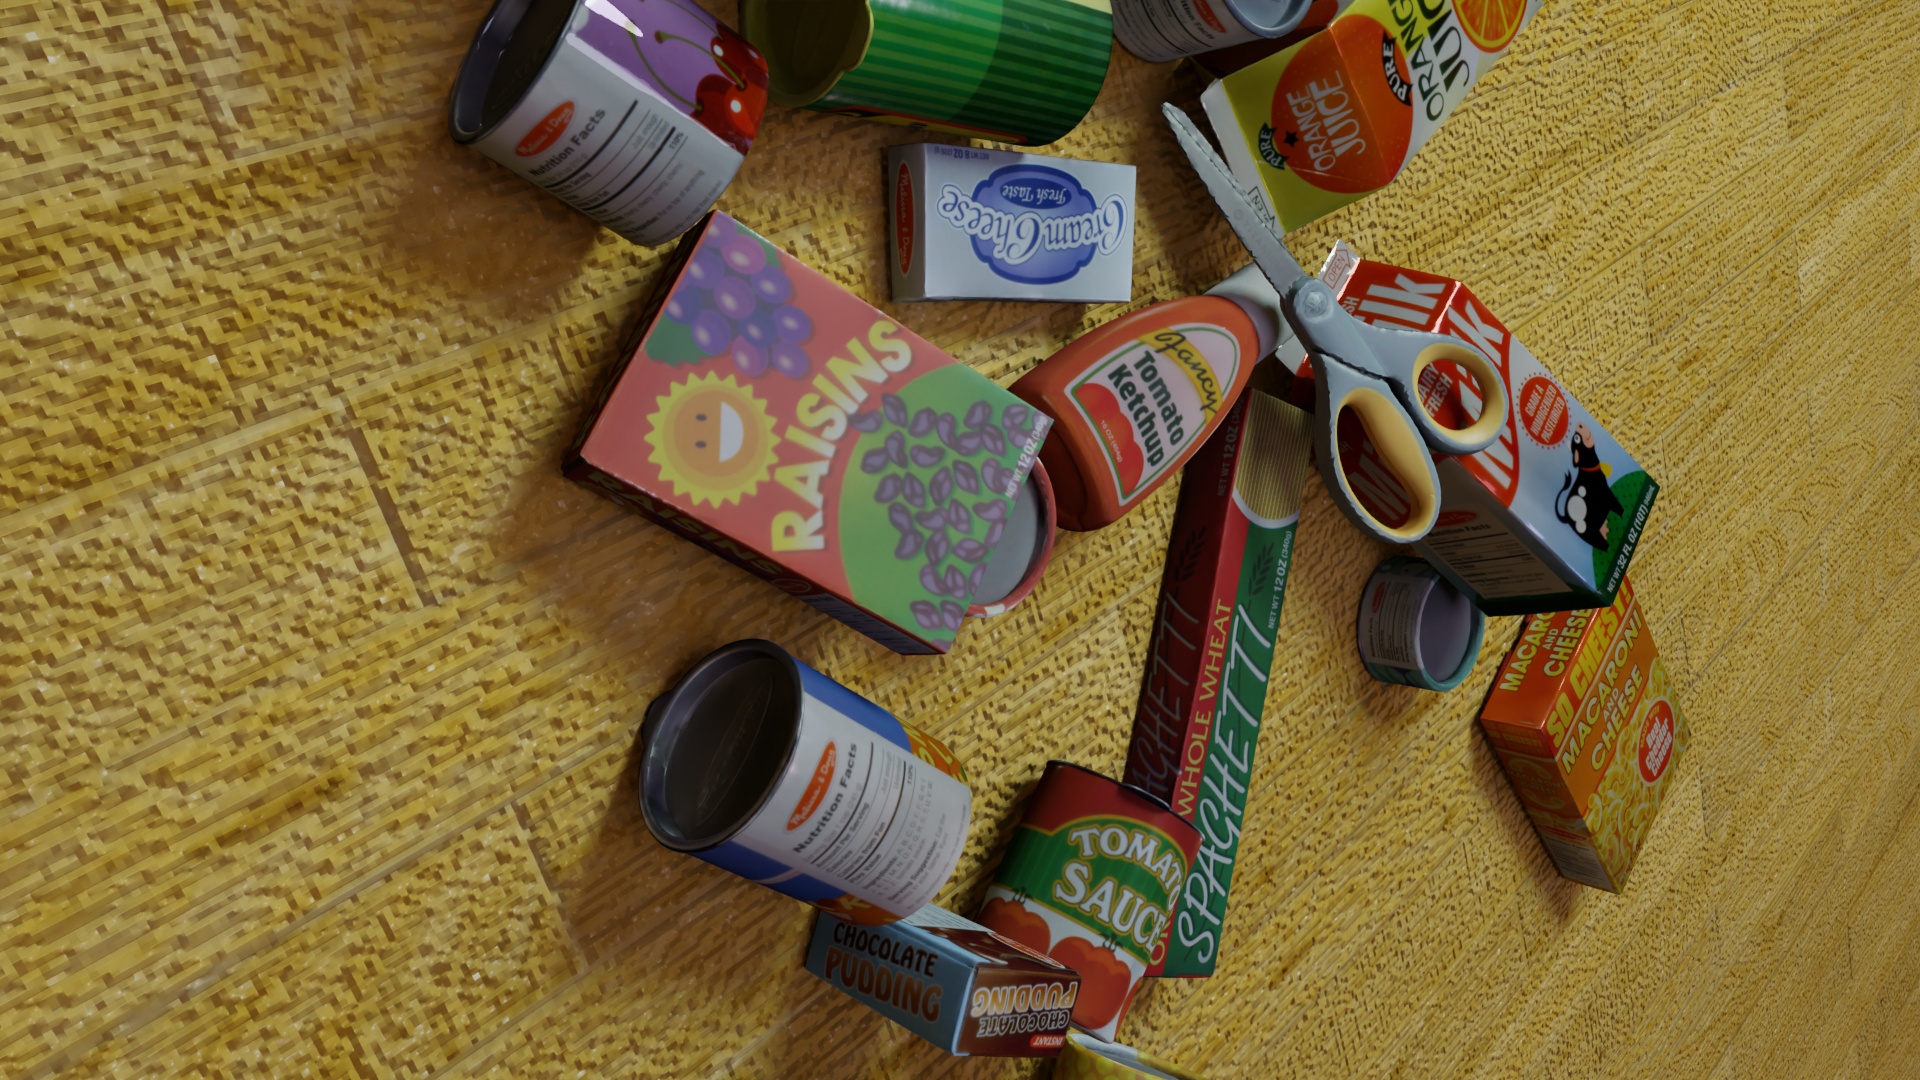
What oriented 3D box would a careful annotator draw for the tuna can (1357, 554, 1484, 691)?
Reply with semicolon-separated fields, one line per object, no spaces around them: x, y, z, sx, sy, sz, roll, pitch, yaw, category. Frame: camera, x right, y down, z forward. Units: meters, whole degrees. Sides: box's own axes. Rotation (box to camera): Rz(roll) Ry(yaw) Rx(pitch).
0.233;0.042;0.695;0.071;0.033;0.071;-5;98;-40;tuna can

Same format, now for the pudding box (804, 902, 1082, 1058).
-0.008;0.143;0.463;0.049;0.083;0.030;20;82;-41;pudding box

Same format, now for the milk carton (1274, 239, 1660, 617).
0.221;-0.050;0.632;0.190;0.073;0.072;38;68;-17;milk carton

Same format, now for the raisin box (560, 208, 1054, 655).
-0.044;-0.030;0.421;0.123;0.040;0.086;30;75;-20;raisin box

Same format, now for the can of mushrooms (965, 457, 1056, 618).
0.002;-0.006;0.491;0.071;0.033;0.071;-4;96;-40;can of mushrooms

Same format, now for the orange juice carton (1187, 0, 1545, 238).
0.164;-0.205;0.585;0.193;0.073;0.071;-48;122;-27;orange juice carton

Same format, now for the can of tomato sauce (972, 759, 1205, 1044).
0.045;0.134;0.518;0.071;0.071;0.083;41;69;-36;can of tomato sauce

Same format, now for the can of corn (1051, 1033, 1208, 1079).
0.065;0.234;0.544;0.071;0.071;0.058;27;76;-39;can of corn

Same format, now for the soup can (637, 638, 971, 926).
-0.048;0.076;0.434;0.083;0.071;0.071;38;70;-42;soup can

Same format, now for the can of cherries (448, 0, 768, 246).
-0.094;-0.124;0.376;0.058;0.071;0.071;27;77;-39;can of cherries

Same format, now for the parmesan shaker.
-0.008;-0.163;0.442;0.103;0.071;0.071;-4;97;-41;parmesan shaker

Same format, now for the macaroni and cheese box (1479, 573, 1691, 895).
0.370;0.109;0.816;0.124;0.040;0.166;-53;125;-23;macaroni and cheese box

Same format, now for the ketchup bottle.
0.081;-0.065;0.547;0.149;0.043;0.064;-37;108;-33;ketchup bottle

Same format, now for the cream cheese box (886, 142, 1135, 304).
0.020;-0.112;0.501;0.104;0.024;0.053;-8;102;-40;cream cheese box

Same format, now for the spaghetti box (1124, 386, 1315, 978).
0.105;0.060;0.589;0.050;0.028;0.250;16;84;-40;spaghetti box

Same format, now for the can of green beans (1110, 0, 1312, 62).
0.094;-0.221;0.532;0.071;0.058;0.071;-5;98;-40;can of green beans
